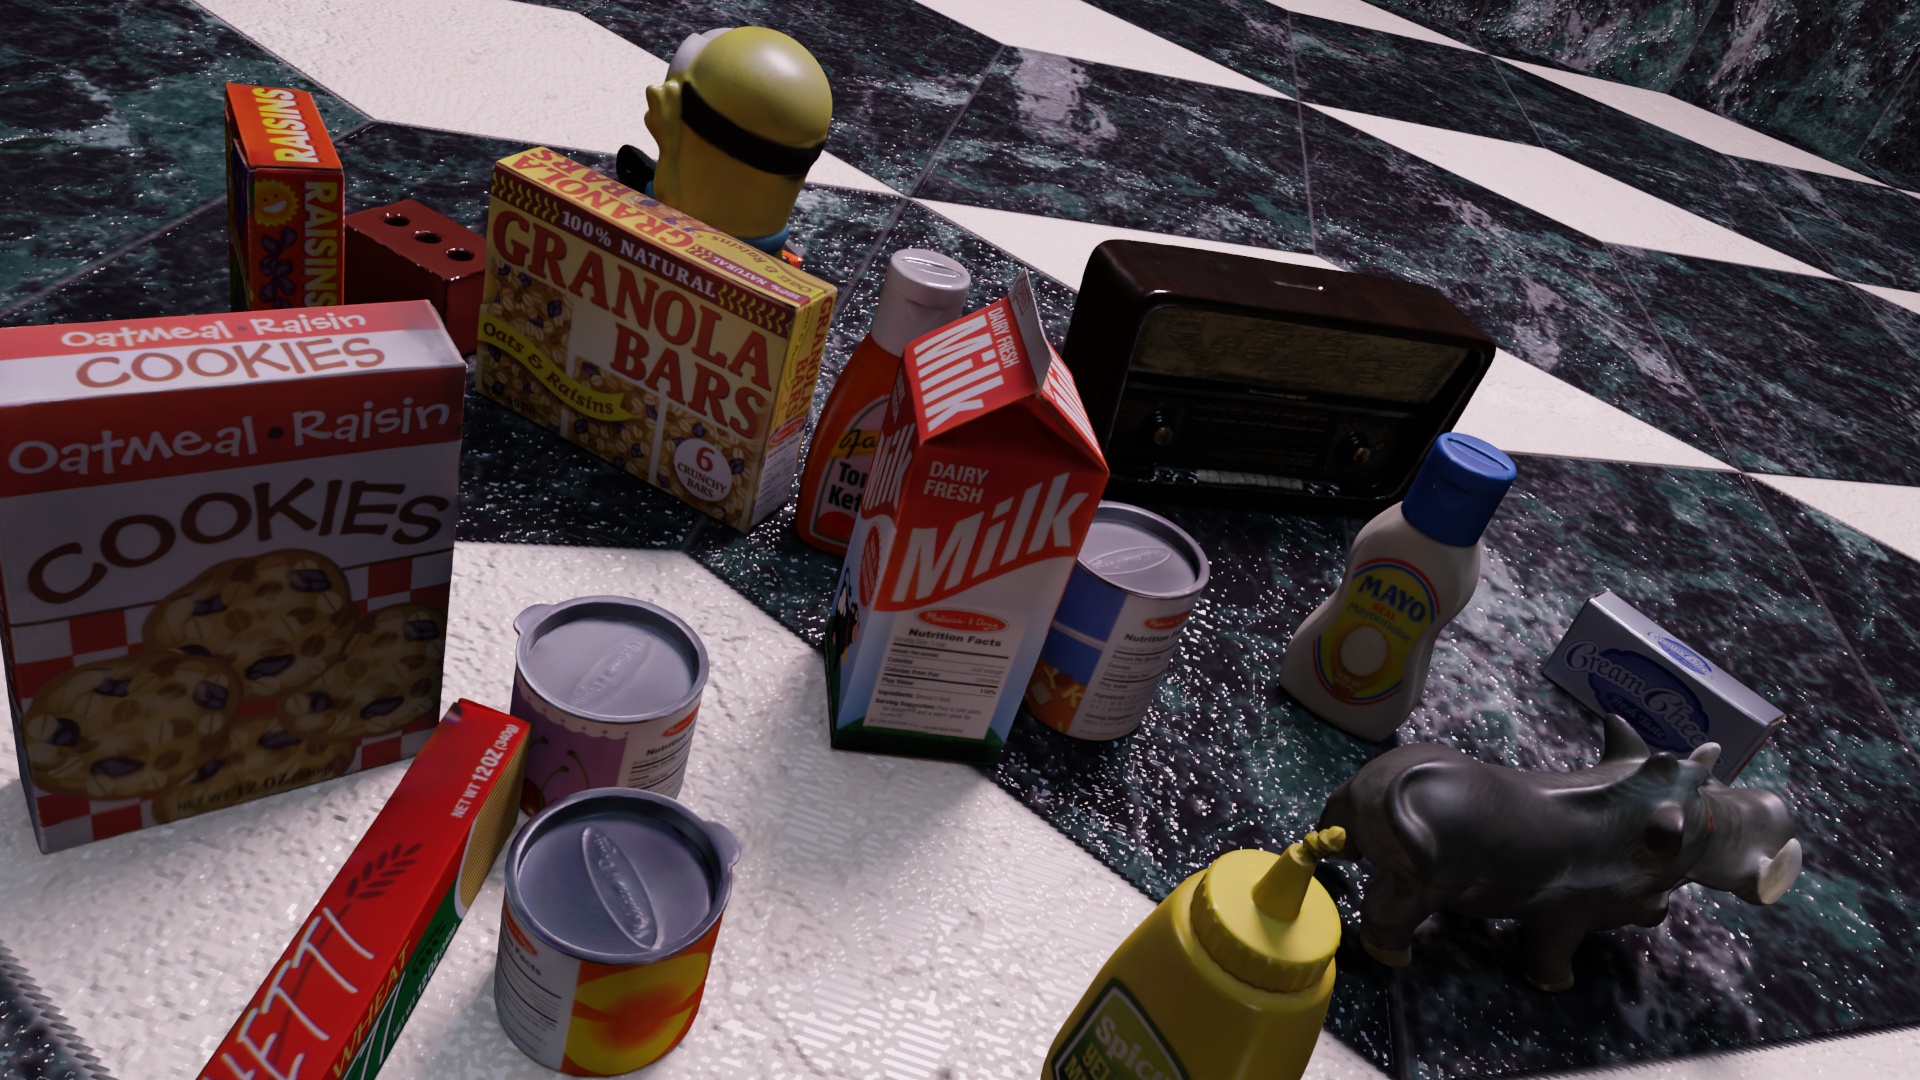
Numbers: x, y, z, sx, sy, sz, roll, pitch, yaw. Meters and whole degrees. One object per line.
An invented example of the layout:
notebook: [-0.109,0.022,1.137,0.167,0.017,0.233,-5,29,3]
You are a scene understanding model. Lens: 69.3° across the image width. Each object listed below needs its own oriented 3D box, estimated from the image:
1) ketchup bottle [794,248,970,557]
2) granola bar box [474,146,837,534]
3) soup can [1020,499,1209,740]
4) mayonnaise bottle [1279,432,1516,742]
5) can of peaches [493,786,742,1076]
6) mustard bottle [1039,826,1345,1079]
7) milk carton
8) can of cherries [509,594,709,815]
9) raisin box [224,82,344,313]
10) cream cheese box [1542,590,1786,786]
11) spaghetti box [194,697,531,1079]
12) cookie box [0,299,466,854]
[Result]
ketchup bottle: [-0.032,-0.060,0.638,0.065,0.148,0.044,11,34,-11]
granola bar box: [-0.149,-0.094,0.653,0.166,0.123,0.039,27,34,13]
soup can: [0.061,0.034,0.607,0.071,0.083,0.072,13,34,-9]
mayonnaise bottle: [0.201,0.021,0.633,0.065,0.147,0.041,32,36,19]
can of peaches: [-0.106,0.120,0.429,0.071,0.057,0.071,13,34,-9]
mustard bottle: [0.070,0.135,0.399,0.049,0.159,0.065,-9,42,-35]
milk carton: [0.002,-0.007,0.541,0.073,0.189,0.073,9,35,-14]
can of cherries: [-0.130,0.061,0.500,0.071,0.058,0.072,13,34,-9]
raisin box: [-0.309,-0.132,0.633,0.040,0.122,0.086,-6,40,-32]
cream cheese box: [0.356,0.078,0.710,0.024,0.053,0.104,-14,45,-39]
spaghetti box: [-0.177,0.142,0.371,0.029,0.050,0.251,17,34,-2]
cookie box: [-0.225,0.010,0.431,0.123,0.166,0.040,-12,44,-38]
